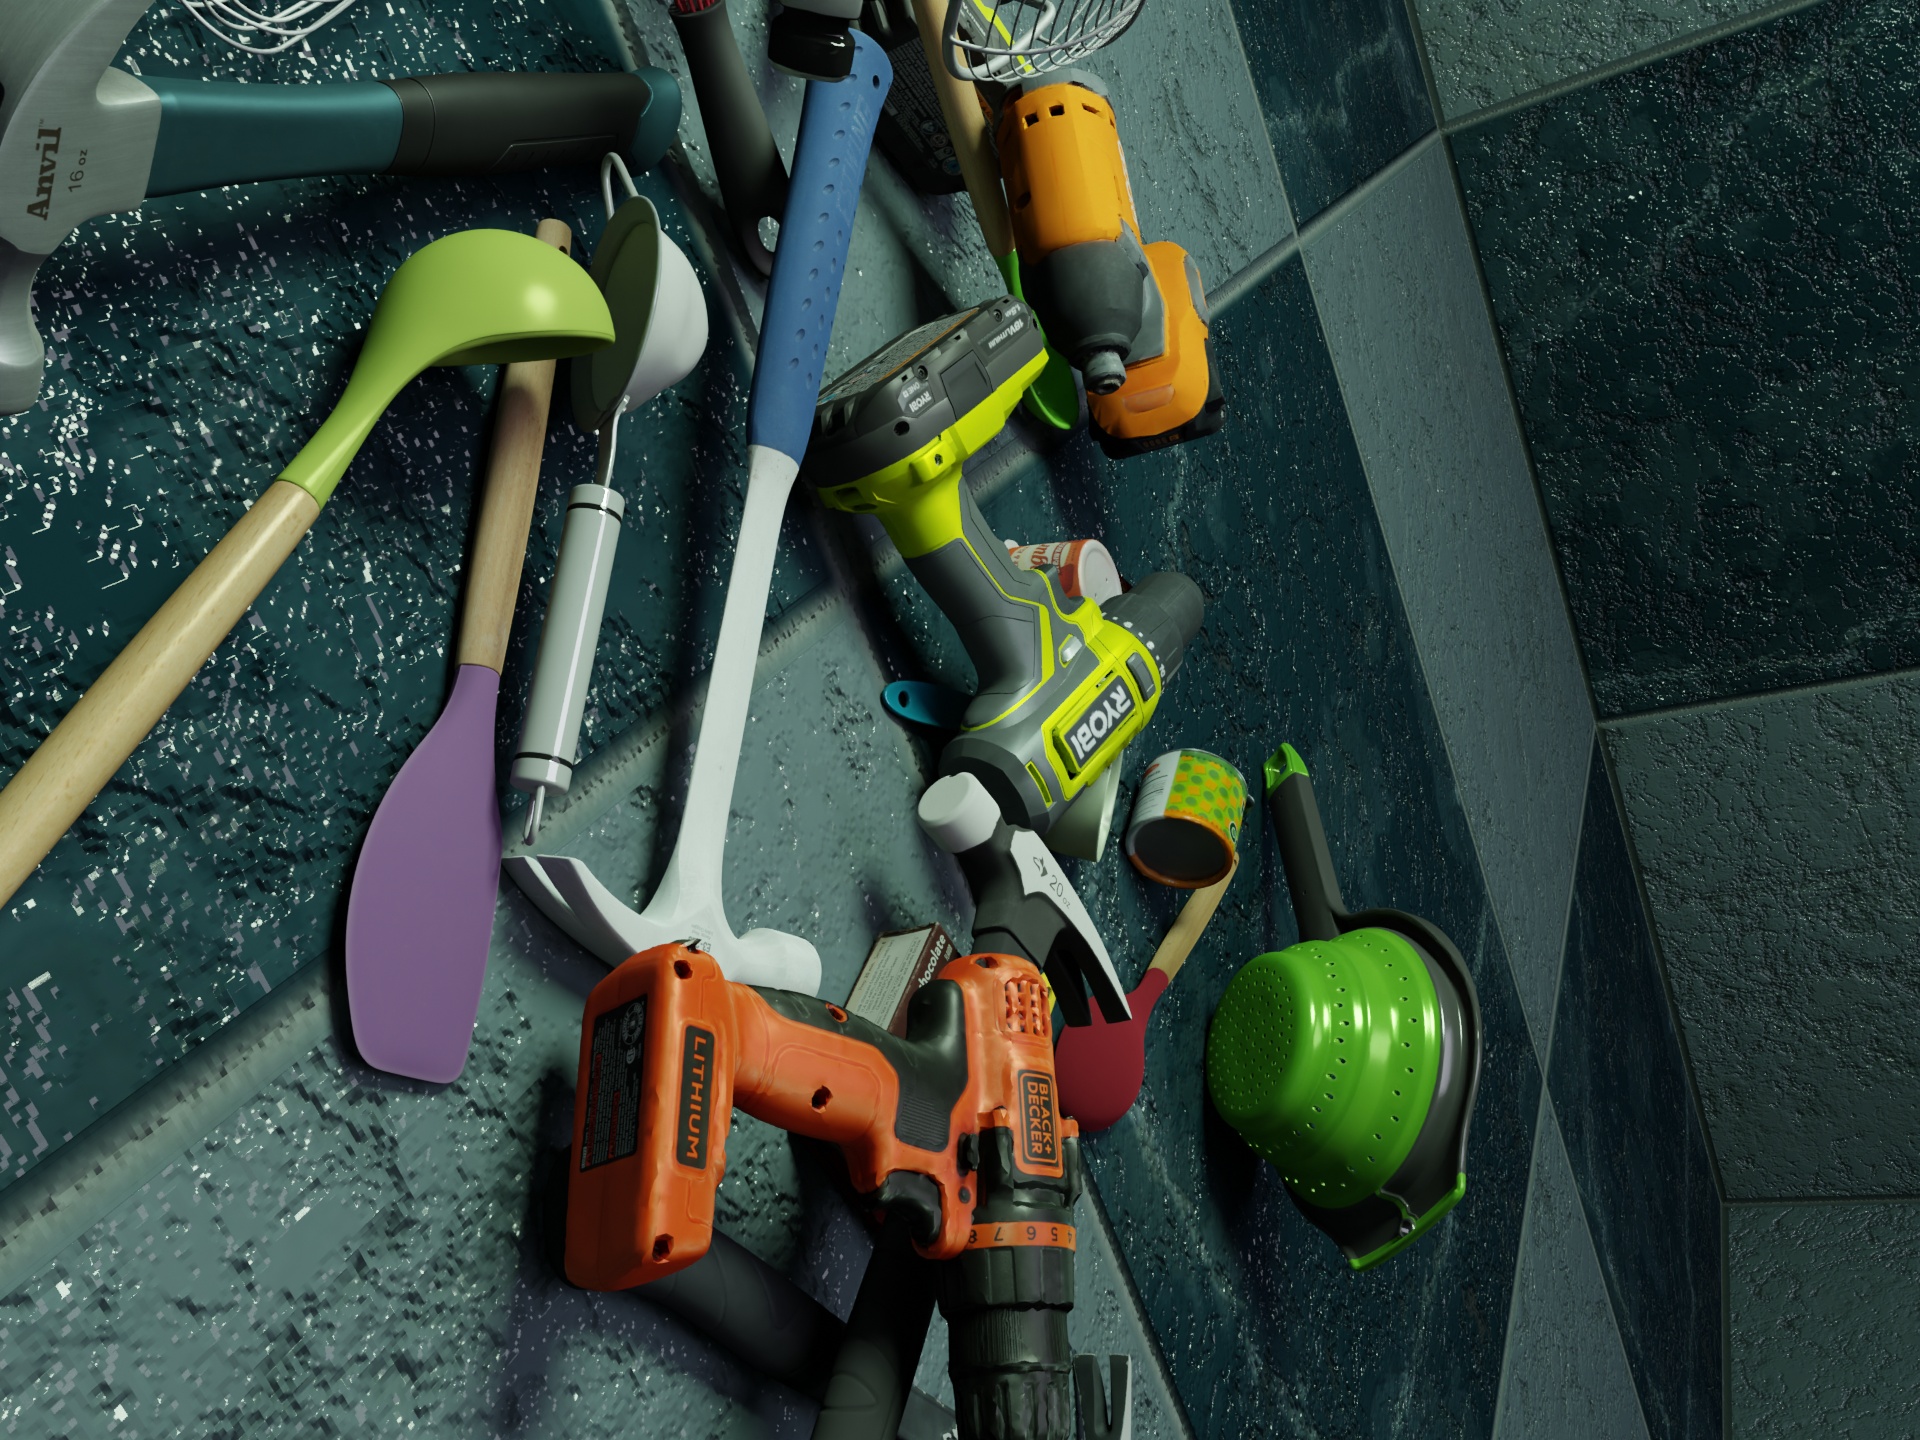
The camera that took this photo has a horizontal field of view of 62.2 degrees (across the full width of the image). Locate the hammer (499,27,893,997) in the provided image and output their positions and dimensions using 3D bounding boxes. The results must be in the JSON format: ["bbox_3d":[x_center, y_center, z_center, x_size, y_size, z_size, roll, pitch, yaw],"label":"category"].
[{"bbox_3d":[-0.079,-0.096,0.626,0.144,0.035,0.406,30,63,-52],"label":"hammer"}]

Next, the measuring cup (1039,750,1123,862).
[{"bbox_3d":[0.073,-0.002,0.879,0.083,0.038,0.168,84,18,-59],"label":"measuring cup"}]

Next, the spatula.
[{"bbox_3d":[-0.160,-0.040,0.535,0.059,0.018,0.316,40,48,-54],"label":"spatula"}]

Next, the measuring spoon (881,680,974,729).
[{"bbox_3d":[-0.001,-0.003,0.808,0.128,0.021,0.042,12,74,-49],"label":"measuring spoon"}]

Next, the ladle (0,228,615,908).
[{"bbox_3d":[-0.193,-0.035,0.445,0.062,0.078,0.320,60,41,-40],"label":"ladle"}]

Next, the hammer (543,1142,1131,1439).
[{"bbox_3d":[-0.025,0.271,0.643,0.408,0.036,0.149,51,38,-39],"label":"hammer"}]

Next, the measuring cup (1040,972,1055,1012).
[{"bbox_3d":[0.031,0.177,0.778,0.062,0.029,0.157,63,34,-25],"label":"measuring cup"}]

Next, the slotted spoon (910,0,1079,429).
[{"bbox_3d":[0.016,-0.275,0.851,0.313,0.031,0.070,65,26,-51],"label":"slotted spoon"}]

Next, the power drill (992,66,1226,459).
[{"bbox_3d":[0.084,-0.223,0.865,0.226,0.084,0.164,31,48,-68],"label":"power drill"}]

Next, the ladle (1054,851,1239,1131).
[{"bbox_3d":[0.125,0.145,0.961,0.315,0.031,0.069,-40,114,-59],"label":"ladle"}]

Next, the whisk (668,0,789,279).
[{"bbox_3d":[-0.109,-0.301,0.624,0.295,0.073,0.073,74,24,-47],"label":"whisk"}]

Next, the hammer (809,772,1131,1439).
[{"bbox_3d":[-0.009,0.188,0.624,0.146,0.035,0.335,52,40,-30],"label":"hammer"}]

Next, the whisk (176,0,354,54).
[{"bbox_3d":[-0.184,-0.284,0.550,0.070,0.070,0.285,65,27,-23],"label":"whisk"}]

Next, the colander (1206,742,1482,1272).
[{"bbox_3d":[0.214,0.151,1.042,0.094,0.204,0.398,19,40,-19],"label":"colander"}]

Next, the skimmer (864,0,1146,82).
[{"bbox_3d":[-0.021,-0.320,0.632,0.090,0.364,0.127,36,94,-37],"label":"skimmer"}]

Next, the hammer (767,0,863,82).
[{"bbox_3d":[-0.065,-0.379,0.662,0.337,0.034,0.127,-104,-155,-51],"label":"hammer"}]

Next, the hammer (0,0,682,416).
[{"bbox_3d":[-0.177,-0.186,0.502,0.033,0.128,0.331,30,27,5],"label":"hammer"}]

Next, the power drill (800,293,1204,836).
[{"bbox_3d":[0.030,-0.082,0.776,0.190,0.080,0.228,-45,116,-36],"label":"power drill"}]

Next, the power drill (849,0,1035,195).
[{"bbox_3d":[-0.014,-0.420,0.875,0.171,0.080,0.223,39,44,-49],"label":"power drill"}]

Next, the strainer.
[{"bbox_3d":[-0.125,-0.081,0.556,0.050,0.087,0.259,17,68,-29],"label":"strainer"}]
